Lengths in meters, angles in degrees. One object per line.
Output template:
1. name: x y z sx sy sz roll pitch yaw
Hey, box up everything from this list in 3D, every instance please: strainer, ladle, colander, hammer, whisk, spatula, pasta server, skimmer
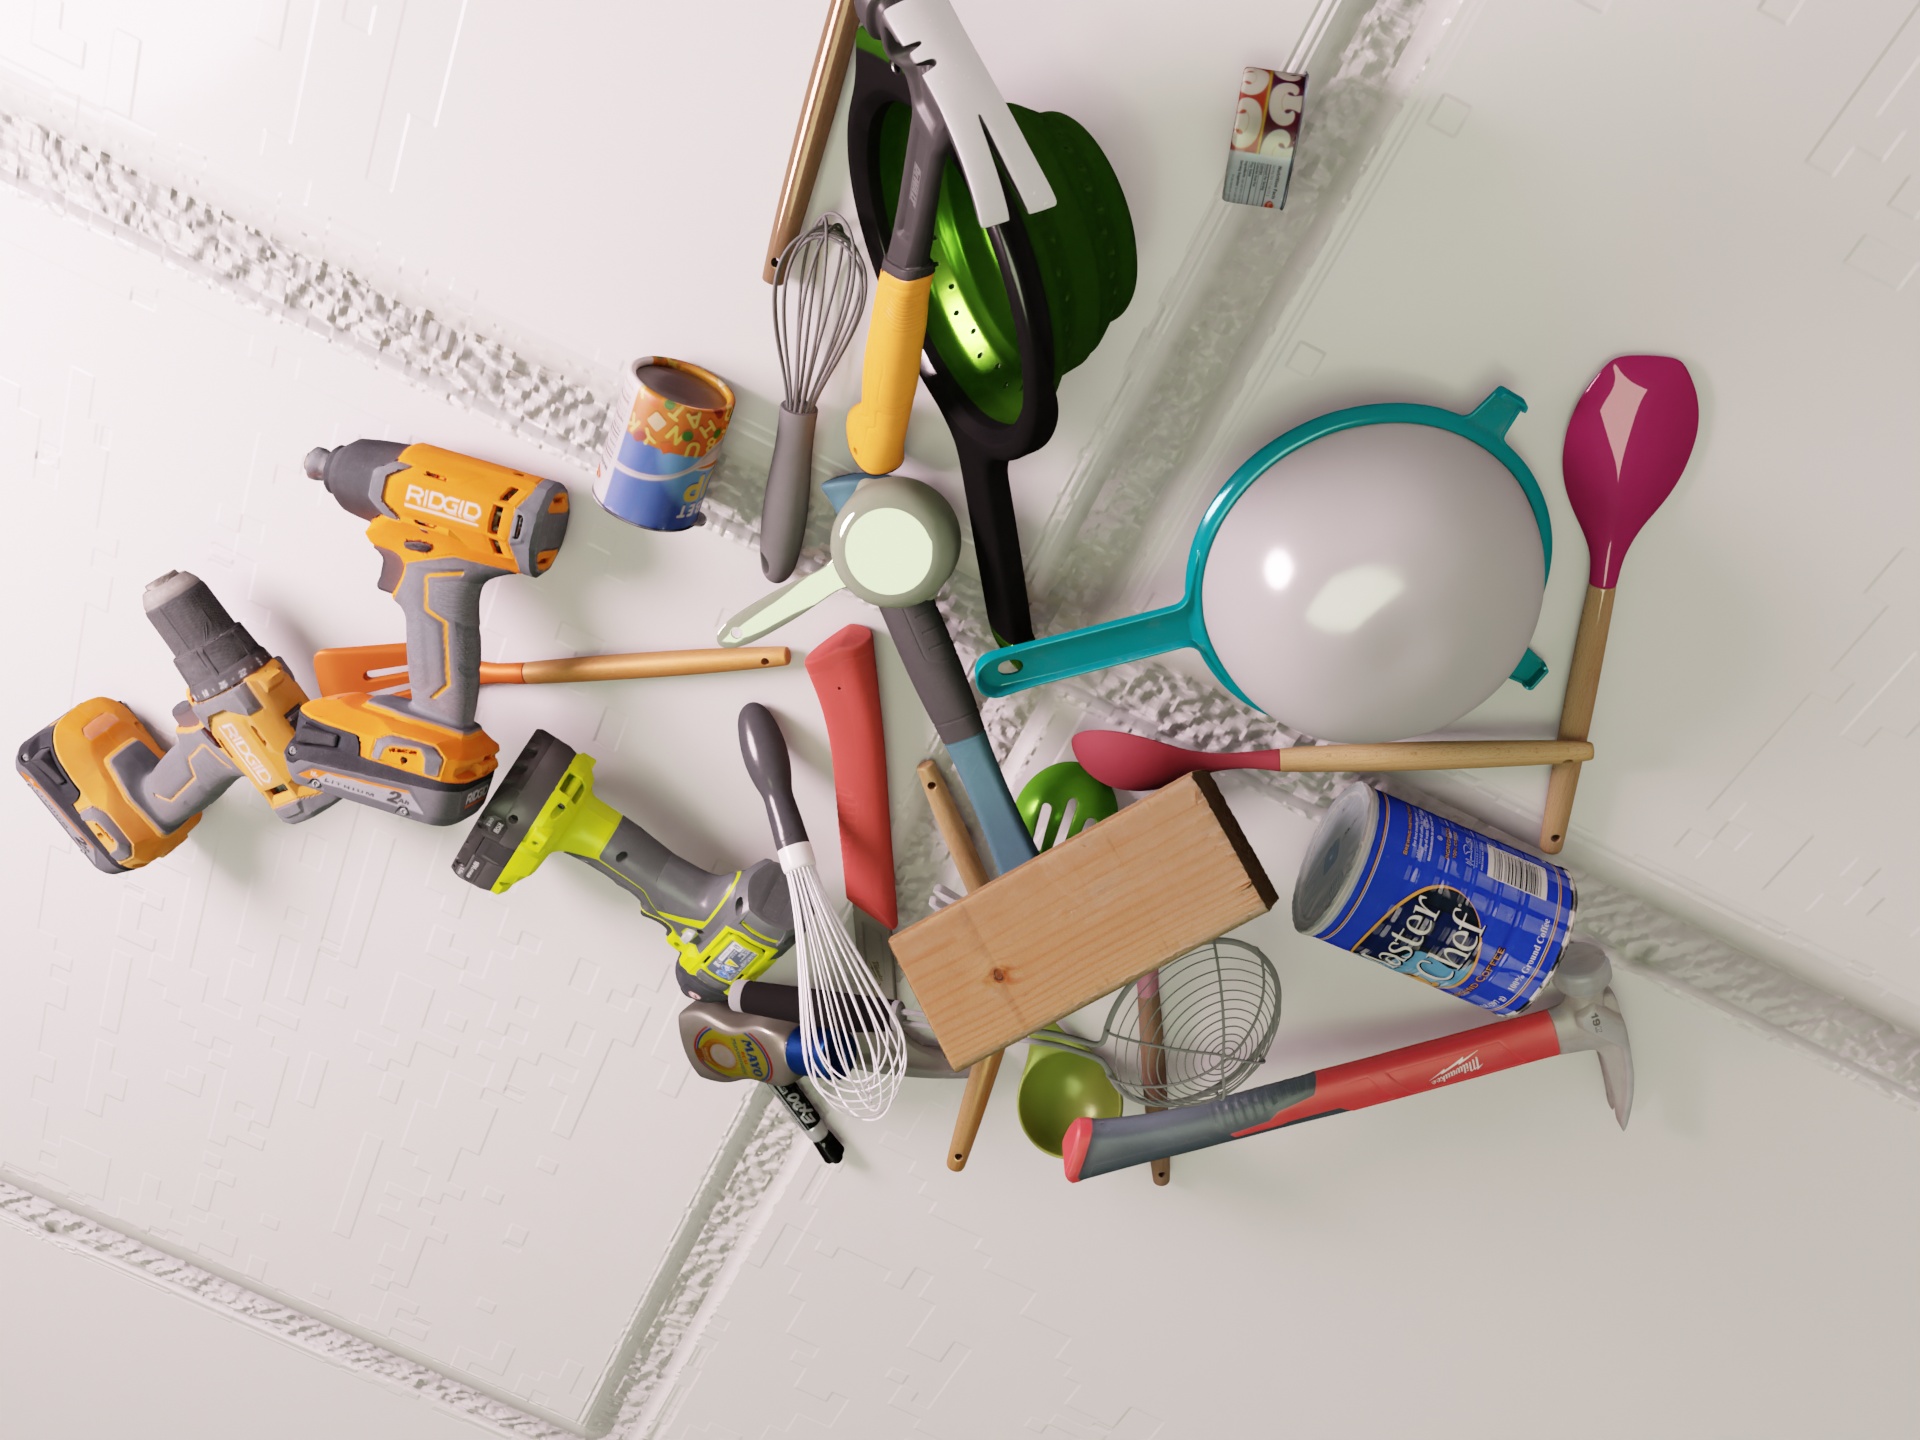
1. strainer: 0.175 -0.047 0.893 0.340 0.095 0.210 -14 122 6
2. ladle: 0.225 0.023 0.985 0.315 0.031 0.069 -2 155 13
3. colander: 0.039 -0.188 0.876 0.094 0.205 0.396 -25 135 -13
4. hammer: -0.002 -0.003 0.996 0.128 0.033 0.331 -20 104 14
5. whisk: -0.096 0.119 1.030 0.070 0.070 0.285 -24 76 23
6. spatula: -0.056 -0.377 0.831 0.060 0.018 0.315 21 121 -2
7. ladle: 0.035 0.170 1.108 0.078 0.062 0.320 -20 112 8
8. hammer: -0.054 0.102 1.096 0.149 0.037 0.358 3 120 10
9. pasta server: 0.135 0.218 1.124 0.060 0.040 0.316 -5 120 4
10. whisk: -0.093 -0.181 0.936 0.055 0.055 0.238 15 126 2
11. skimmer: 0.025 0.187 1.058 0.363 0.090 0.127 4 120 19
12. hammer: -0.024 -0.206 0.793 0.034 0.336 0.127 -23 76 -15
13. hammer: 0.260 0.265 1.090 0.386 0.038 0.143 -17 116 9
14. spatula: -0.271 -0.028 1.063 0.322 0.041 0.081 -3 118 12

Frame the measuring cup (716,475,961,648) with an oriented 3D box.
1. measuring cup: -0.078 -0.082 0.942 0.167 0.038 0.083 -28 102 12

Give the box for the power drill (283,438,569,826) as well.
1. power drill: -0.353 -0.063 1.010 0.164 0.084 0.226 17 100 2

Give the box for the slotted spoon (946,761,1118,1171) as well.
1. slotted spoon: 0.037 0.175 1.081 0.070 0.031 0.313 17 108 2

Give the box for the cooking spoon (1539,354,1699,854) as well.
1. cooking spoon: 0.371 -0.056 0.929 0.069 0.017 0.318 3 120 8

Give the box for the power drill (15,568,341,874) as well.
1. power drill: -0.549 0.004 1.104 0.226 0.084 0.185 -17 114 26

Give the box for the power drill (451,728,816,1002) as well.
1. power drill: -0.229 0.115 1.108 0.223 0.080 0.171 32 139 -11
